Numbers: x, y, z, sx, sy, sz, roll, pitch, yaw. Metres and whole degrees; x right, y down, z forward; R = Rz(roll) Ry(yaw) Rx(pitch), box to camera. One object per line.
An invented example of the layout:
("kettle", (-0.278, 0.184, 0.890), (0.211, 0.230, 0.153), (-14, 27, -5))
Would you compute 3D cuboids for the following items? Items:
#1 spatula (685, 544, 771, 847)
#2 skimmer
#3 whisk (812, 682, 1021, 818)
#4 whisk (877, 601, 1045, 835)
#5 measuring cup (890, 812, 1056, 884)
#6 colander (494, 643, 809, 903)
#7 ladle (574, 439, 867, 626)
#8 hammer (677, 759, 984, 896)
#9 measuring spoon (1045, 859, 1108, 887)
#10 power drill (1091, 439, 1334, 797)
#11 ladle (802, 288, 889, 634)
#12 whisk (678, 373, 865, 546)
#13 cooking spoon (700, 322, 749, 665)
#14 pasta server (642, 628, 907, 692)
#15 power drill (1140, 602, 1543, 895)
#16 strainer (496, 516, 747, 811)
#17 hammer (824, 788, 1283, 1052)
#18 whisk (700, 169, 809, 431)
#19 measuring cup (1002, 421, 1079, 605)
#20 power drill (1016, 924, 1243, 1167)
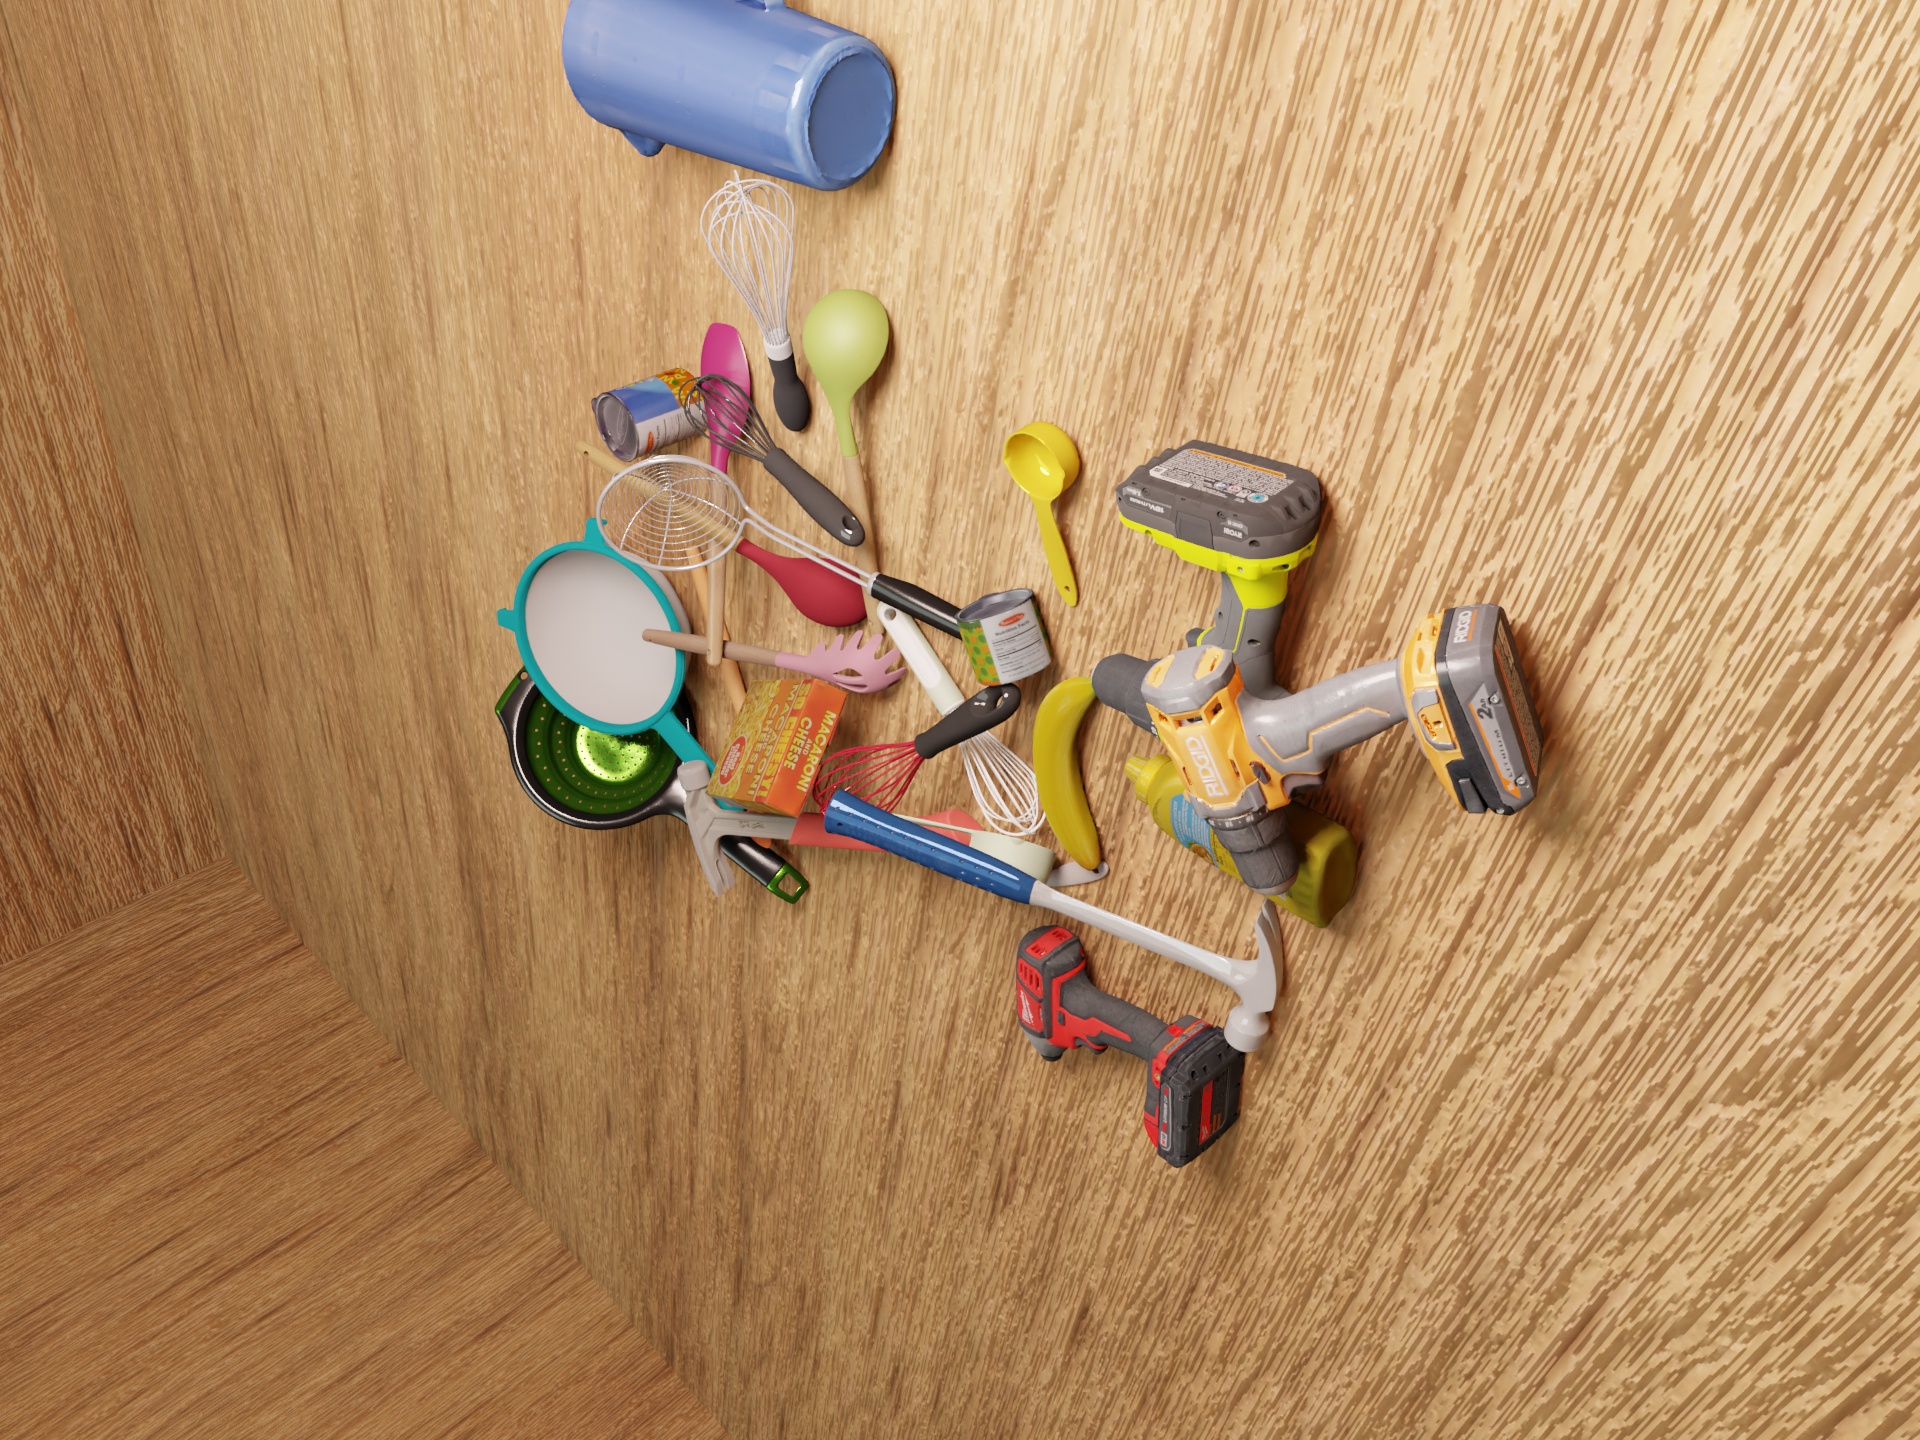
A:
("spatula", (-0.239, -0.024, 1.648), (0.081, 0.041, 0.322), (24, 132, 62))
("skimmer", (-0.140, -0.124, 1.352), (0.363, 0.090, 0.127), (27, 139, 17))
("whisk", (-0.041, 0.030, 1.367), (0.296, 0.073, 0.073), (-31, 90, 47))
("whisk", (-0.002, -0.004, 1.379), (0.058, 0.059, 0.246), (-36, 80, 15))
("measuring cup", (-0.001, 0.113, 1.385), (0.167, 0.038, 0.083), (13, 171, 0))
("colander", (-0.329, 0.071, 1.779), (0.397, 0.204, 0.094), (38, 177, 2))
("ladle", (-0.220, -0.174, 1.447), (0.315, 0.031, 0.069), (31, 124, 8))
("hammer", (-0.129, 0.116, 1.558), (0.359, 0.037, 0.149), (1, 115, 36))
("measuring spoon", (0.086, 0.140, 1.398), (0.124, 0.018, 0.034), (-22, 97, 53))
("power drill", (0.168, -0.070, 1.103), (0.191, 0.080, 0.228), (25, 135, 37))
("ladle", (-0.081, -0.208, 1.339), (0.078, 0.062, 0.319), (28, 141, 34))
("whisk", (-0.161, -0.223, 1.361), (0.239, 0.055, 0.055), (44, 142, 24))
("cooking spoon", (-0.223, -0.203, 1.464), (0.069, 0.017, 0.318), (21, 116, 38))
("pasta server", (-0.186, -0.066, 1.510), (0.316, 0.040, 0.060), (11, 138, 36))
("power drill", (0.247, 0.027, 1.012), (0.226, 0.084, 0.185), (-11, 119, 31))
("strainer", (-0.320, -0.048, 1.682), (0.211, 0.095, 0.340), (-36, 94, 32))
("hammer", (0.072, 0.141, 1.310), (0.405, 0.035, 0.144), (21, 130, 18))
("whisk", (-0.149, -0.321, 1.263), (0.070, 0.070, 0.284), (42, 163, 22))
("measuring cup", (0.074, -0.156, 1.204), (0.062, 0.029, 0.156), (21, 142, 40))
("power drill", (0.137, 0.285, 1.398), (0.220, 0.078, 0.143), (30, 135, 38))
